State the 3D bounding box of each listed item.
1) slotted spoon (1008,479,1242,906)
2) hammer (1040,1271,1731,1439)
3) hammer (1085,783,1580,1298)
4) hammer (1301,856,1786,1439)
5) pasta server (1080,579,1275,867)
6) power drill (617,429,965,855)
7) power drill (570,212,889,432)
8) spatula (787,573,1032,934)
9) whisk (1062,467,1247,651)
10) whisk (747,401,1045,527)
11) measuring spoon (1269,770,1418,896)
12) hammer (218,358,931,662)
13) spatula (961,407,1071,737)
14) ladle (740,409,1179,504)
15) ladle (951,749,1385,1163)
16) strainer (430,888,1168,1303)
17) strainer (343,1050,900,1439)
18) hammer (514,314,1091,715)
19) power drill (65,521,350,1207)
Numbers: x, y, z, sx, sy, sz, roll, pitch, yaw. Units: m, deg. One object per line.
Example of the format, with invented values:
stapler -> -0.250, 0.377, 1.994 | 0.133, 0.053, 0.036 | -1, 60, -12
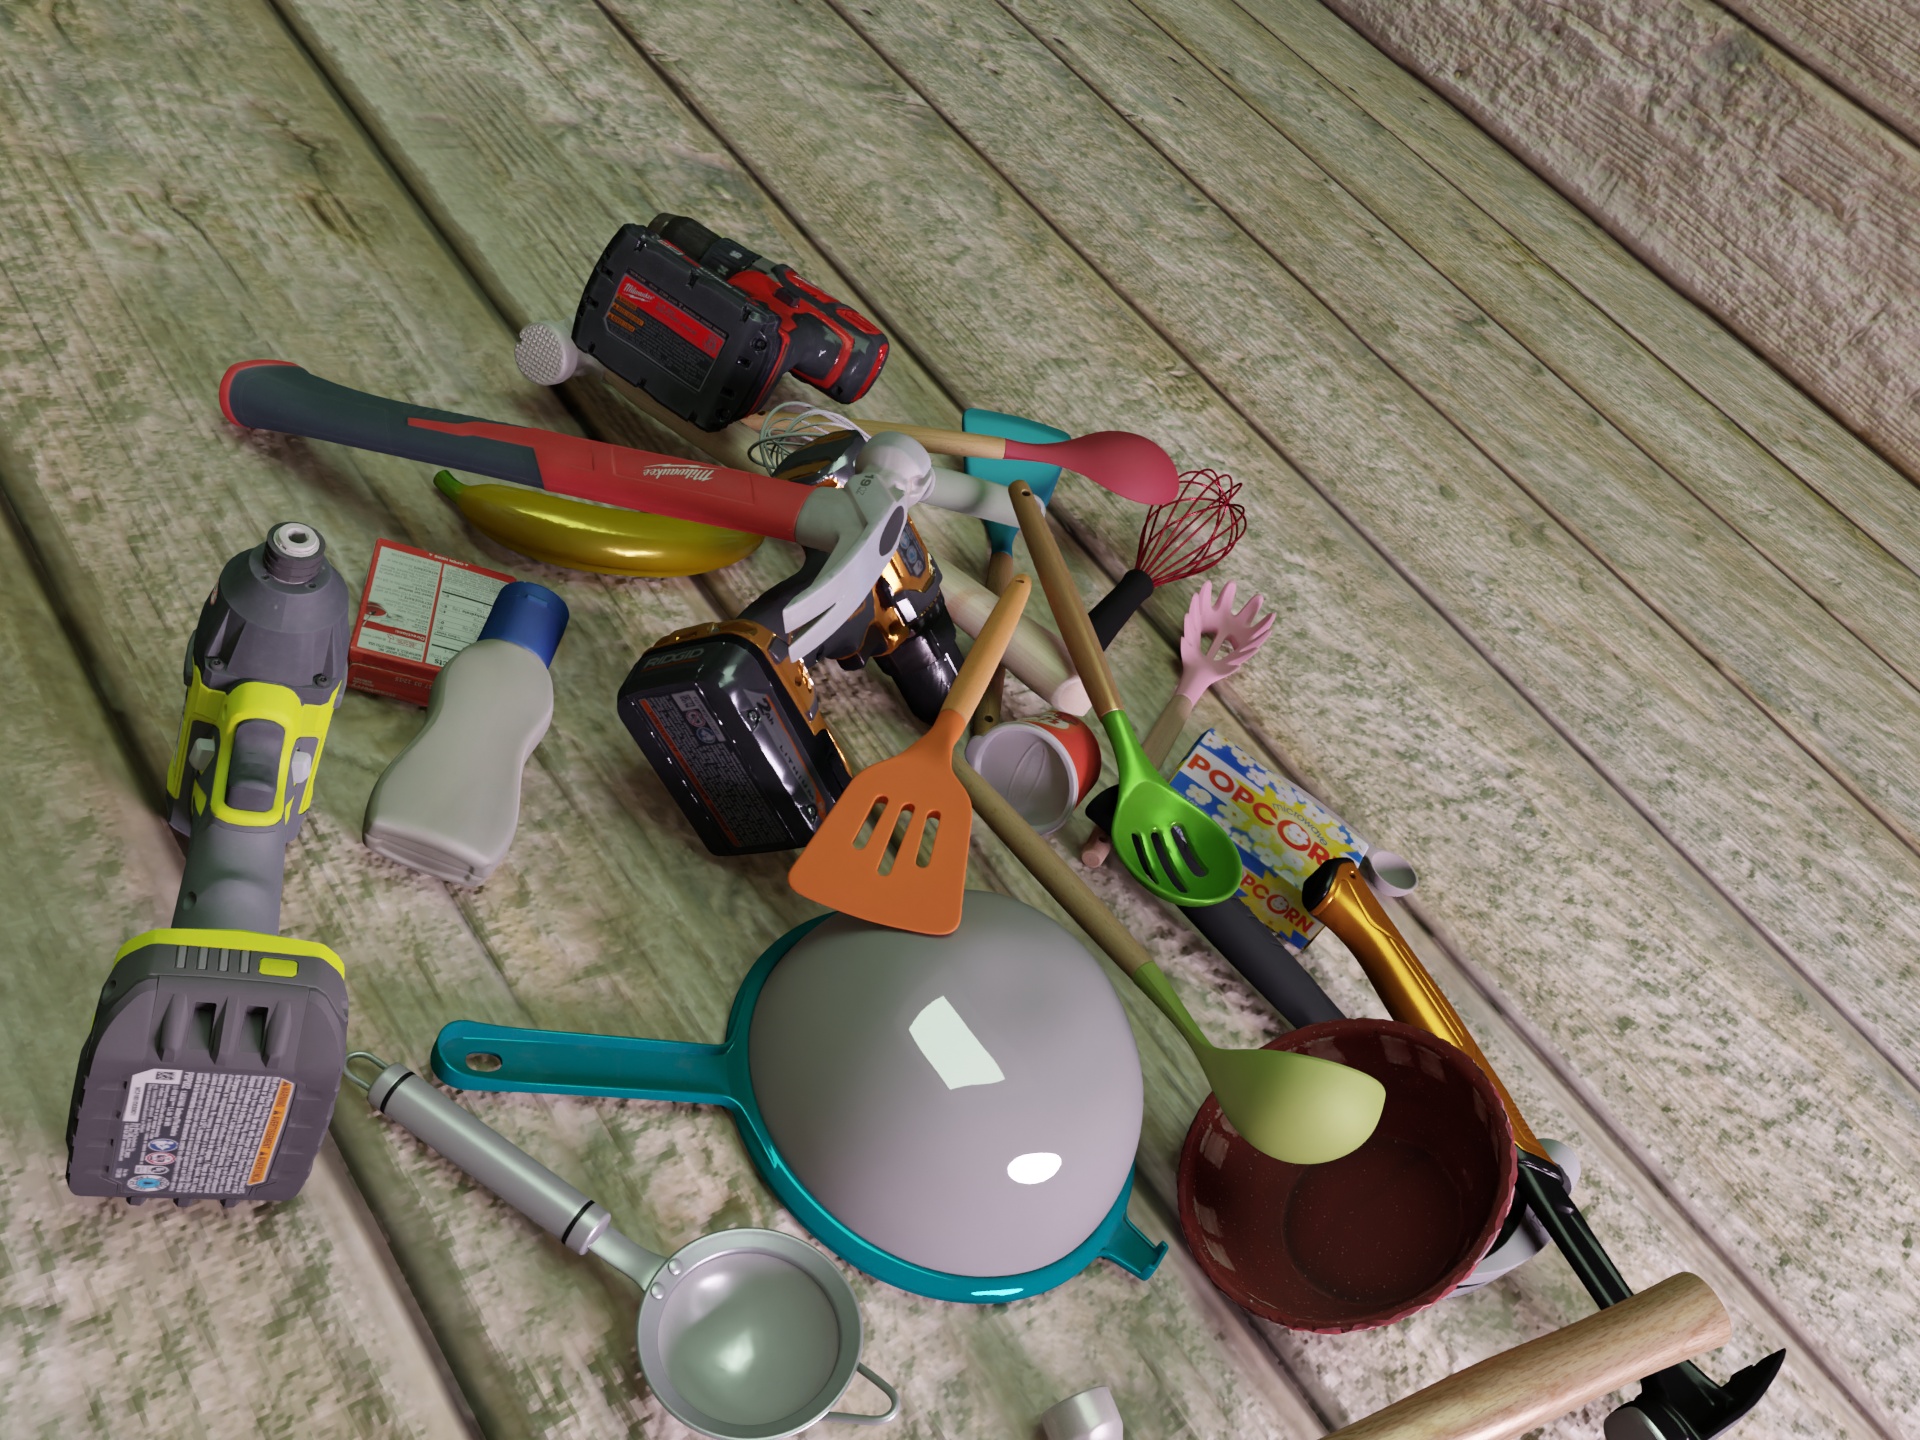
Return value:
slotted spoon -> 0.082, -0.023, 0.924 | 0.070, 0.031, 0.314 | -6, 56, -22
hammer -> 0.205, 0.307, 0.685 | 0.331, 0.031, 0.130 | -10, 55, -23
hammer -> 0.190, 0.163, 0.873 | 0.335, 0.035, 0.146 | 47, 40, 13
hammer -> 0.290, 0.213, 0.841 | 0.127, 0.034, 0.337 | -6, 54, -40
pasta server -> 0.139, -0.003, 1.033 | 0.060, 0.040, 0.316 | 28, 38, 9
power drill -> -0.069, -0.024, 0.848 | 0.185, 0.084, 0.226 | 62, 36, -29
power drill -> -0.158, -0.267, 1.020 | 0.188, 0.080, 0.227 | 34, 22, 5
spatula -> -0.001, -0.003, 0.834 | 0.081, 0.041, 0.323 | 15, 30, 7
whisk -> 0.134, -0.106, 1.127 | 0.073, 0.073, 0.296 | 37, 43, 7
whisk -> -0.031, -0.149, 0.987 | 0.246, 0.059, 0.058 | 7, 74, -47
measuring spoon -> 0.244, 0.075, 1.042 | 0.124, 0.018, 0.034 | 40, 40, 21
hammer -> -0.218, -0.123, 0.801 | 0.386, 0.038, 0.143 | 13, 47, 16
spatula -> 0.027, -0.100, 1.057 | 0.082, 0.044, 0.318 | 13, 42, -7
ladle -> 0.004, -0.192, 1.104 | 0.315, 0.031, 0.069 | 5, 48, -9
ladle -> 0.086, 0.102, 0.809 | 0.320, 0.062, 0.078 | 46, -3, 39
strainer -> -0.050, 0.138, 0.702 | 0.340, 0.095, 0.211 | 10, 43, -27
strainer -> -0.138, 0.202, 0.618 | 0.258, 0.050, 0.087 | 32, 41, 9
hammer -> -0.079, -0.136, 1.001 | 0.411, 0.038, 0.146 | 35, 26, 7
power drill -> -0.269, 0.048, 0.593 | 0.080, 0.171, 0.223 | 10, 46, -26
